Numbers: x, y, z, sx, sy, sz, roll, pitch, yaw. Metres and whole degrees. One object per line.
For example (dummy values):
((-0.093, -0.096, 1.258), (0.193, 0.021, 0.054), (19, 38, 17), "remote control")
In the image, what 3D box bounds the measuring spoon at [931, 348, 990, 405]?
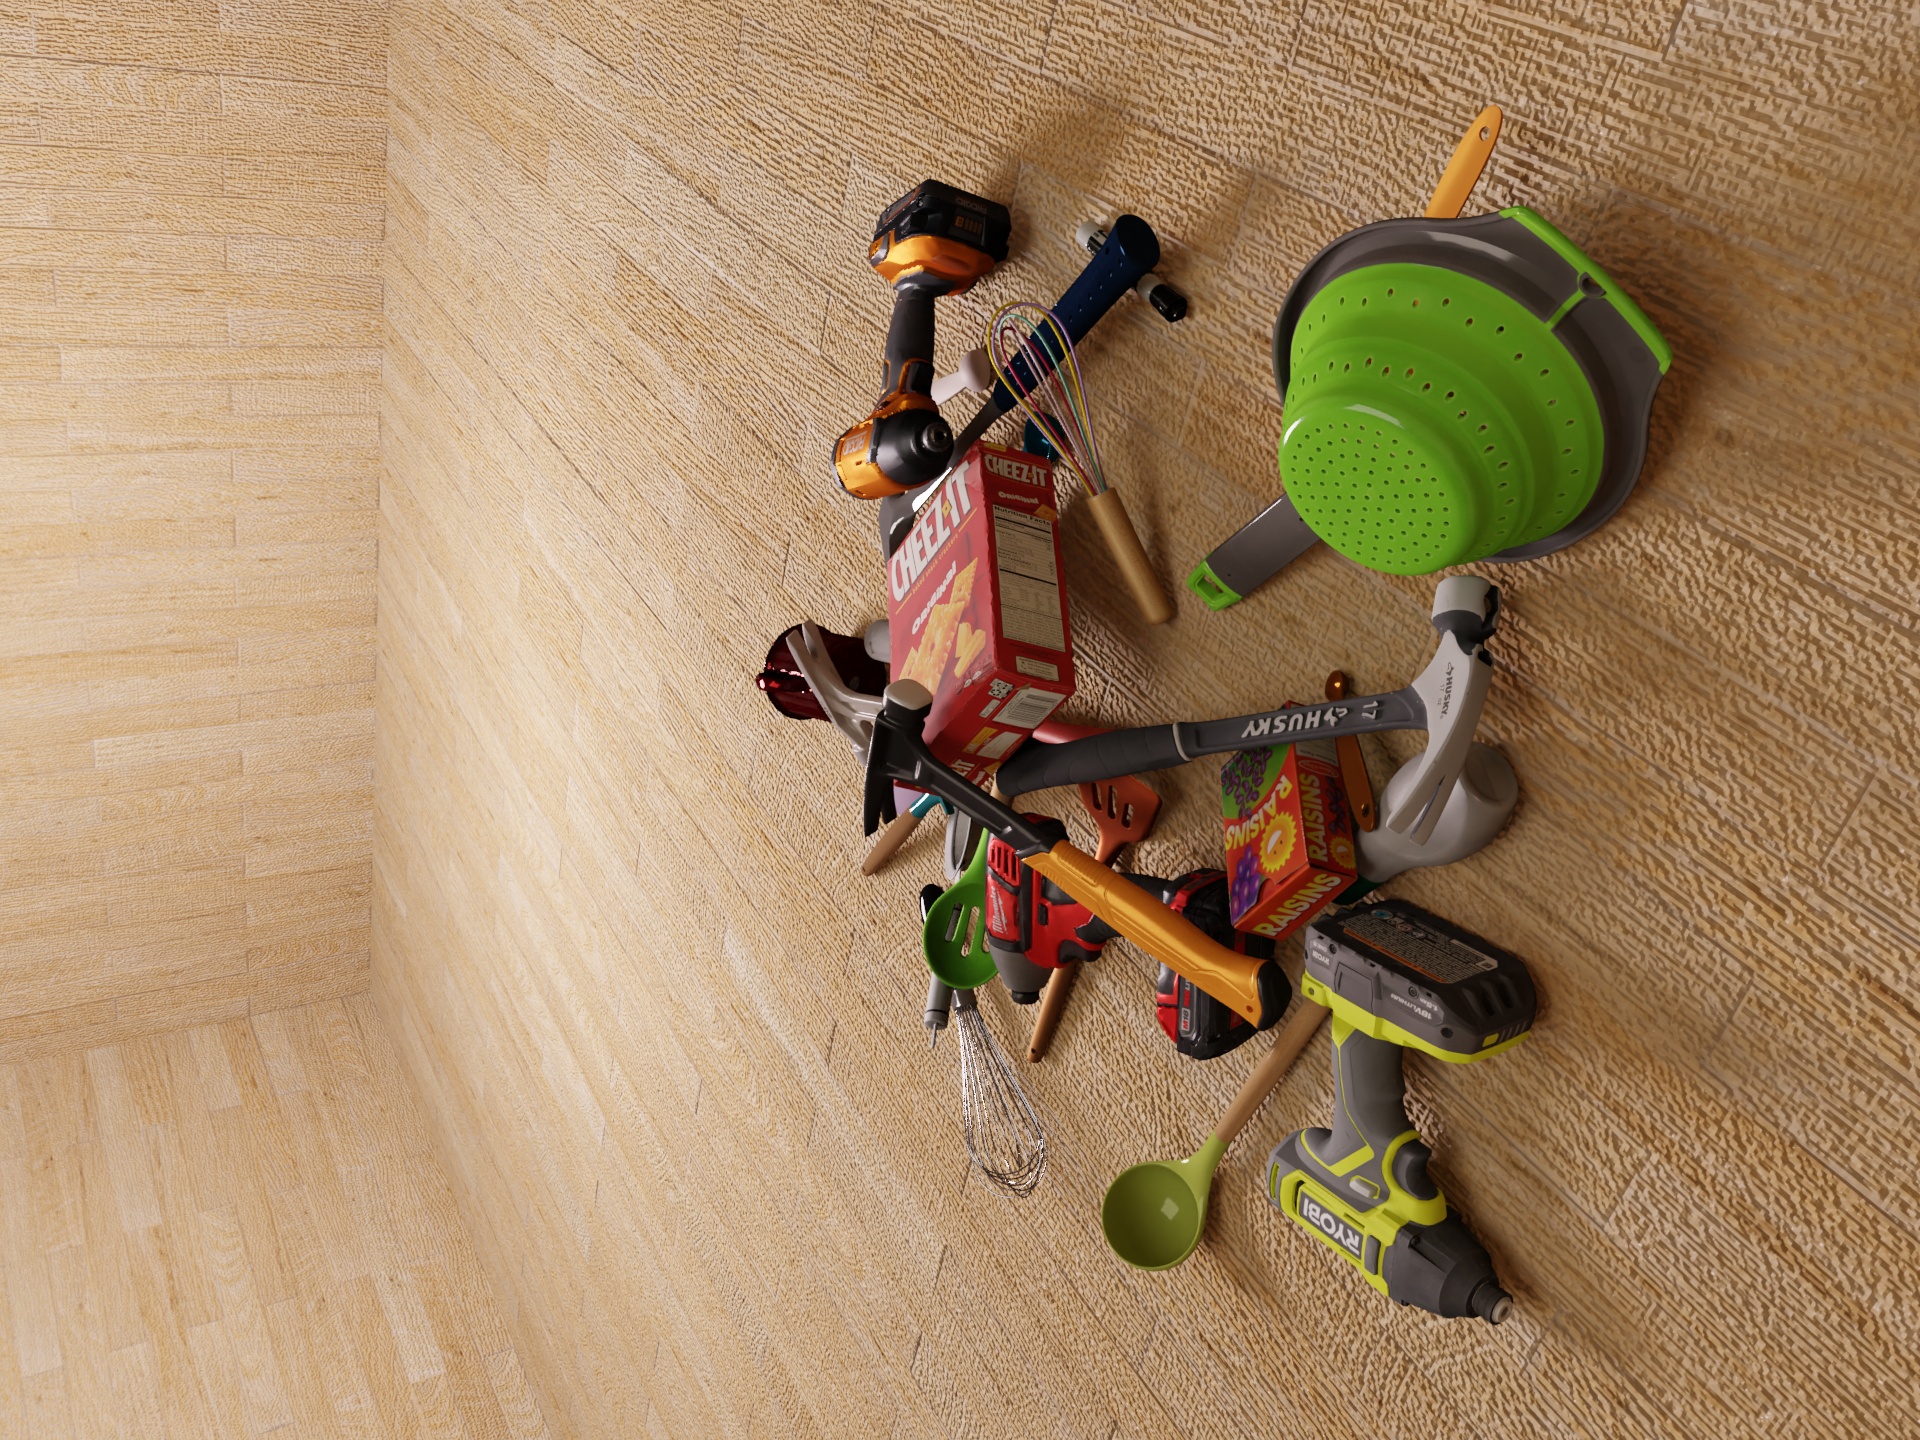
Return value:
((-0.014, -0.277, 1.318), (0.124, 0.018, 0.034), (-12, 87, 58), "measuring spoon")

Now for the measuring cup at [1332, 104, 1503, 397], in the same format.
((0.264, -0.246, 0.865), (0.095, 0.052, 0.173), (53, 136, 37), "measuring cup")

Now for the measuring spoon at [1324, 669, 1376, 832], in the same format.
((0.239, 0.018, 0.963), (0.021, 0.011, 0.117), (122, 152, -48), "measuring spoon")

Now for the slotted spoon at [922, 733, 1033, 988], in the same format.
((0.034, 0.058, 1.198), (0.070, 0.031, 0.313), (16, 107, 7), "slotted spoon")

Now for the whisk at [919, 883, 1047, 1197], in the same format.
((0.011, 0.270, 1.368), (0.070, 0.070, 0.285), (-50, 51, 49), "whisk")

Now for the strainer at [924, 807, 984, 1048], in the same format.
((-0.002, 0.148, 1.299), (0.086, 0.050, 0.259), (116, 167, -55), "strainer")

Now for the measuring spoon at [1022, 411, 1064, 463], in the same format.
((0.054, -0.193, 1.239), (0.128, 0.021, 0.042), (122, 134, -57), "measuring spoon")

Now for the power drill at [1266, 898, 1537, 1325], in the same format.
((0.266, 0.236, 0.950), (0.171, 0.080, 0.223), (28, 123, 52), "power drill")

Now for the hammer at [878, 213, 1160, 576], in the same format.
((0.029, -0.234, 1.209), (0.405, 0.035, 0.144), (-40, 50, 55), "hammer")

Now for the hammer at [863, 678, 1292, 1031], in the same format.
((0.068, 0.103, 1.052), (0.337, 0.034, 0.127), (33, 131, 26), "hammer")

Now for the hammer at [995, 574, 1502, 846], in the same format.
((0.155, 0.017, 1.008), (0.409, 0.036, 0.149), (-12, 56, 53), "hammer")

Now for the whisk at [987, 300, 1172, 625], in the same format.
((0.084, -0.175, 1.103), (0.051, 0.047, 0.245), (-17, 103, 47), "whisk")

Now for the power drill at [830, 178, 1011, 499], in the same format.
((-0.029, -0.285, 1.211), (0.164, 0.084, 0.226), (6, 84, 67), "power drill")

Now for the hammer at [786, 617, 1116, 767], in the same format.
((-0.002, -0.004, 1.289), (0.359, 0.037, 0.149), (10, 136, 49), "hammer")

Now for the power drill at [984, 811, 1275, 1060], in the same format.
((0.108, 0.155, 1.123), (0.220, 0.078, 0.143), (13, 108, 41), "power drill")

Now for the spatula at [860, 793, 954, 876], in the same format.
((-0.054, 0.088, 1.393), (0.082, 0.044, 0.317), (64, 155, 14), "spatula")

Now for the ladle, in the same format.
((0.185, 0.274, 1.100), (0.078, 0.062, 0.320), (53, 135, 33), "ladle")

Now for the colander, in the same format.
((0.206, -0.119, 0.885), (0.204, 0.094, 0.397), (44, 155, -2), "colander")

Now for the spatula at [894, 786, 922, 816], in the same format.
((-0.029, -0.047, 1.392), (0.060, 0.018, 0.315), (41, 131, 38), "spatula")

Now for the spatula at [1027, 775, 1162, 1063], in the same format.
((0.089, 0.155, 1.233), (0.081, 0.041, 0.322), (32, 128, 25), "spatula")
